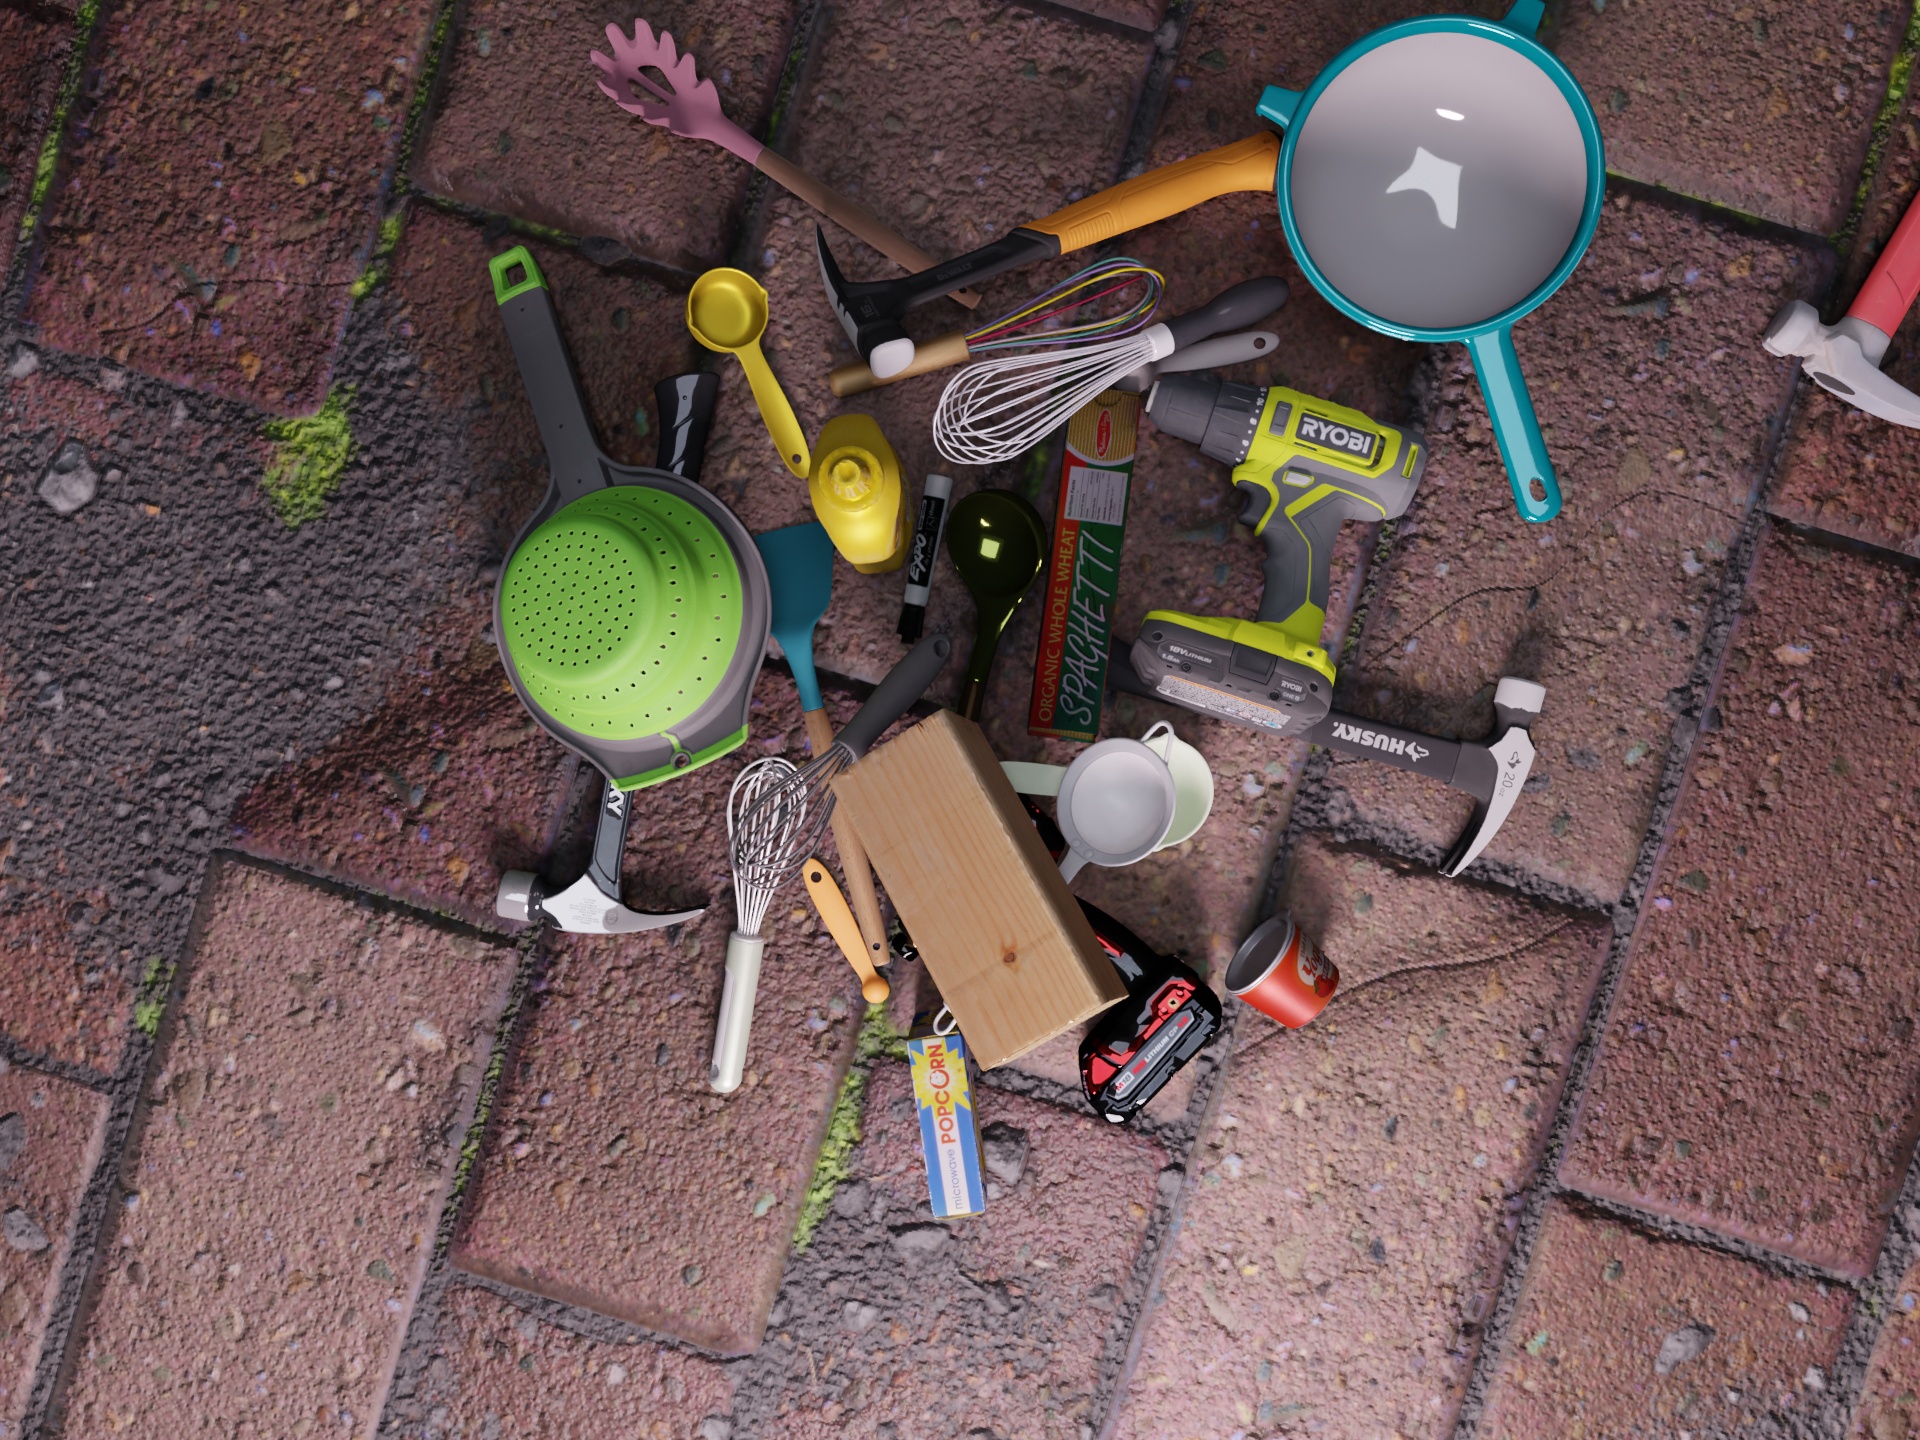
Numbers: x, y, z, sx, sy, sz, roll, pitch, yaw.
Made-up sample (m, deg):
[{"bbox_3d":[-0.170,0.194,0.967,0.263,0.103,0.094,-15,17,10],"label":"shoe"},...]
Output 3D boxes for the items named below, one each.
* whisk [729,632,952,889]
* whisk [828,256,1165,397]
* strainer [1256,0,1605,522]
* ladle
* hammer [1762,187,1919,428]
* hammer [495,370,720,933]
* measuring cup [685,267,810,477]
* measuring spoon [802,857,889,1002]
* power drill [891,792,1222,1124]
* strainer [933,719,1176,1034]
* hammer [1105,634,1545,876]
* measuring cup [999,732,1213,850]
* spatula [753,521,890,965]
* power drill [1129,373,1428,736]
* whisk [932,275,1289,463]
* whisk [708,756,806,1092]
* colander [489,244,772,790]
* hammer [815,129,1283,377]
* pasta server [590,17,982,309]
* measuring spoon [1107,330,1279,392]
[{"bbox_3d":[-0.076,0.022,1.081,0.055,0.055,0.239,40,62,0],"label":"whisk"},{"bbox_3d":[0.024,-0.274,1.117,0.245,0.047,0.051,-16,92,5],"label":"whisk"},{"bbox_3d":[0.337,-0.296,1.083,0.211,0.095,0.340,-18,93,5],"label":"strainer"},{"bbox_3d":[-0.002,-0.003,1.089,0.078,0.062,0.320,7,80,34],"label":"ladle"},{"bbox_3d":[0.715,-0.393,1.097,0.143,0.038,0.386,30,92,-1],"label":"hammer"},{"bbox_3d":[-0.222,-0.047,1.132,0.149,0.036,0.409,11,91,0],"label":"hammer"},{"bbox_3d":[-0.146,-0.244,1.132,0.062,0.029,0.156,-29,104,-18],"label":"measuring cup"},{"bbox_3d":[-0.084,0.151,1.145,0.021,0.011,0.117,-27,91,2],"label":"measuring spoon"},{"bbox_3d":[0.063,0.168,1.112,0.220,0.078,0.143,44,91,3],"label":"power drill"},{"bbox_3d":[0.064,0.108,1.061,0.087,0.050,0.258,40,93,32],"label":"strainer"},{"bbox_3d":[0.232,0.002,1.122,0.335,0.035,0.146,16,91,1],"label":"hammer"},{"bbox_3d":[0.092,0.044,1.109,0.167,0.038,0.083,6,92,-11],"label":"measuring cup"},{"bbox_3d":[-0.094,0.017,1.122,0.082,0.044,0.317,-14,90,0],"label":"spatula"},{"bbox_3d":[0.196,-0.122,1.083,0.190,0.080,0.228,18,77,4],"label":"power drill"},{"bbox_3d":[0.107,-0.246,1.087,0.284,0.070,0.070,-25,91,-15],"label":"whisk"},{"bbox_3d":[-0.151,0.146,1.131,0.059,0.058,0.246,6,97,-30],"label":"whisk"},{"bbox_3d":[-0.265,-0.151,1.073,0.204,0.094,0.397,-22,81,12],"label":"colander"},{"bbox_3d":[0.069,-0.340,1.090,0.337,0.034,0.127,-23,60,-9],"label":"hammer"},{"bbox_3d":[-0.119,-0.384,1.119,0.316,0.040,0.060,34,90,-1],"label":"pasta server"},{"bbox_3d":[0.166,-0.258,1.124,0.124,0.018,0.034,-11,91,1],"label":"measuring spoon"}]
